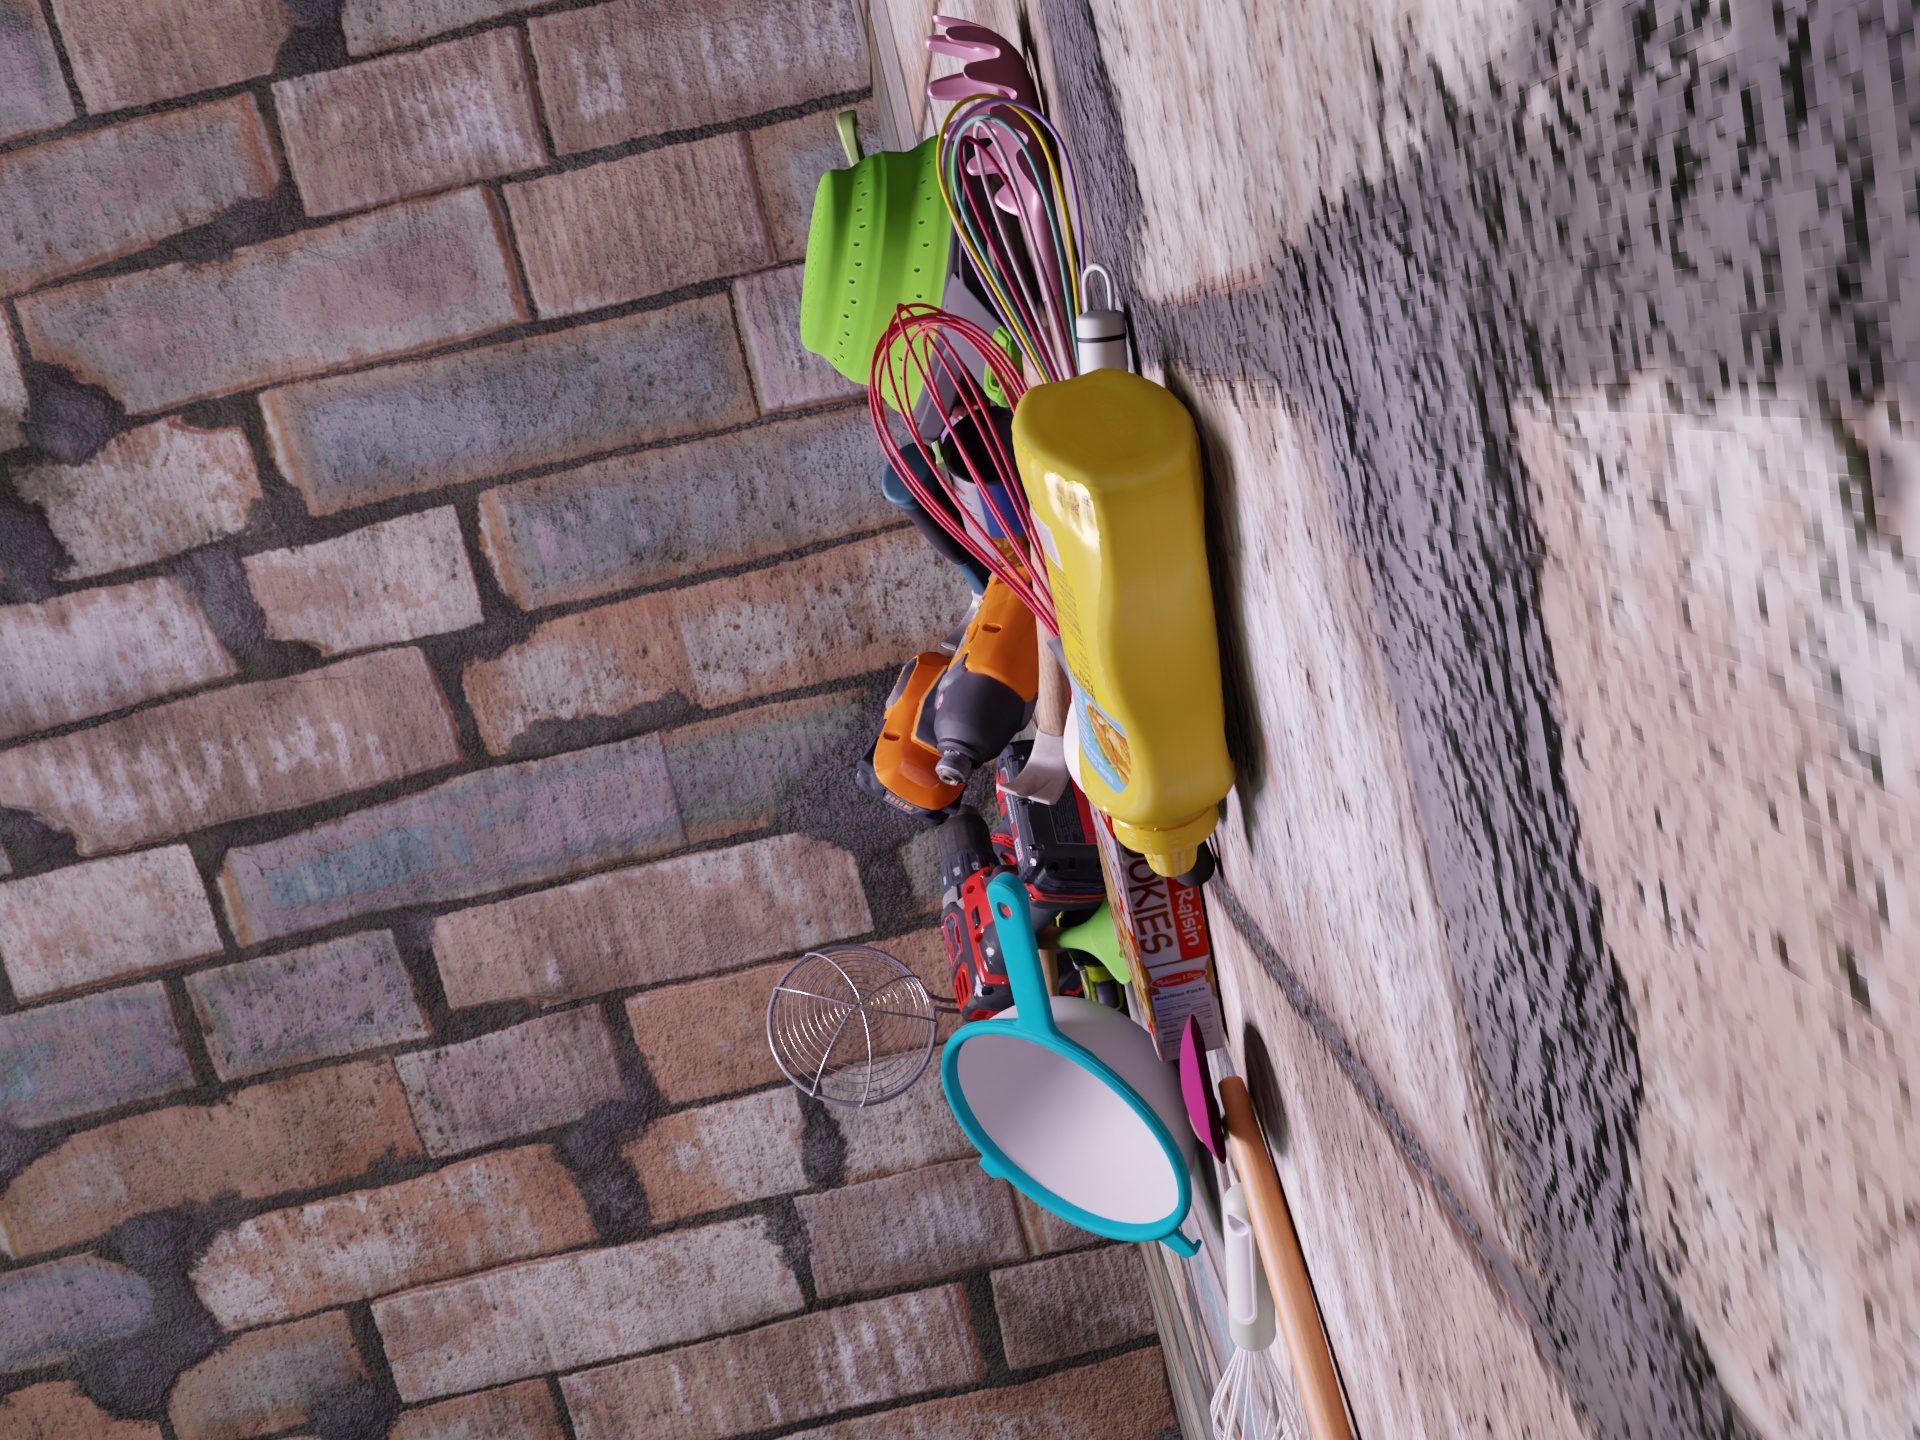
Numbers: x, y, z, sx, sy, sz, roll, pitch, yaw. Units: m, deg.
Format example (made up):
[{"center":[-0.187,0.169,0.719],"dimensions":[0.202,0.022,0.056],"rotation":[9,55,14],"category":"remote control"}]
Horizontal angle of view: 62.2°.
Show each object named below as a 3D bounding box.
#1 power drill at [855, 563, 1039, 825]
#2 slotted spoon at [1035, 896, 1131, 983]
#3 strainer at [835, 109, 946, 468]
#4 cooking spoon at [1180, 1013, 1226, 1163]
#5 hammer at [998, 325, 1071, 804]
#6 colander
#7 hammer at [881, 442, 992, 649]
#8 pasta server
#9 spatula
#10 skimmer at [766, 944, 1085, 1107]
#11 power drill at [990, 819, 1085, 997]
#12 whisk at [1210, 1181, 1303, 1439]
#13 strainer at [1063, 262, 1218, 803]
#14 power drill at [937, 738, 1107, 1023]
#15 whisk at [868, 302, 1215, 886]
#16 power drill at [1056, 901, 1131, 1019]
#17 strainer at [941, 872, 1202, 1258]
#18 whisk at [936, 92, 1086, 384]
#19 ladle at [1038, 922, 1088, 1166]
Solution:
[{"center":[-0.002,-0.004,1.105],"dimensions":[0.164,0.084,0.226],"rotation":[-65,8,-26],"category":"power drill"},{"center":[0.069,0.168,1.244],"dimensions":[0.314,0.031,0.070],"rotation":[164,104,-64],"category":"slotted spoon"},{"center":[-0.020,-0.325,1.159],"dimensions":[0.152,0.069,0.256],"rotation":[-85,-21,-50],"category":"strainer"},{"center":[0.129,0.207,0.843],"dimensions":[0.318,0.017,0.069],"rotation":[62,-162,-69],"category":"cooking spoon"},{"center":[0.051,-0.070,0.860],"dimensions":[0.331,0.031,0.130],"rotation":[85,-156,-52],"category":"hammer"},{"center":[-0.036,-0.247,0.920],"dimensions":[0.397,0.094,0.204],"rotation":[-109,27,-64],"category":"colander"},{"center":[-0.001,-0.129,1.134],"dimensions":[0.331,0.033,0.128],"rotation":[37,-108,-76],"category":"hammer"},{"center":[0.044,-0.159,0.702],"dimensions":[0.060,0.040,0.316],"rotation":[156,100,-79],"category":"pasta server"},{"center":[0.154,0.312,0.705],"dimensions":[0.081,0.041,0.323],"rotation":[75,-178,-56],"category":"spatula"},{"center":[-0.008,0.247,1.299],"dimensions":[0.363,0.090,0.127],"rotation":[16,-137,-56],"category":"skimmer"},{"center":[0.083,0.170,1.456],"dimensions":[0.143,0.079,0.219],"rotation":[-41,-48,-38],"category":"power drill"},{"center":[0.160,0.341,0.872],"dimensions":[0.058,0.059,0.246],"rotation":[23,134,40],"category":"whisk"},{"center":[0.062,-0.051,0.640],"dimensions":[0.087,0.050,0.258],"rotation":[18,120,49],"category":"strainer"},{"center":[0.039,0.104,1.204],"dimensions":[0.226,0.080,0.188],"rotation":[118,149,-48],"category":"power drill"},{"center":[0.040,-0.057,0.718],"dimensions":[0.296,0.073,0.073],"rotation":[62,180,2],"category":"whisk"},{"center":[0.124,0.250,1.310],"dimensions":[0.171,0.080,0.223],"rotation":[-64,-37,-88],"category":"power drill"},{"center":[0.083,0.225,1.146],"dimensions":[0.095,0.211,0.340],"rotation":[-43,-48,-38],"category":"strainer"},{"center":[0.041,-0.137,0.661],"dimensions":[0.047,0.051,0.245],"rotation":[-29,-77,-50],"category":"whisk"},{"center":[0.074,0.222,1.293],"dimensions":[0.069,0.031,0.315],"rotation":[148,117,-77],"category":"ladle"}]
